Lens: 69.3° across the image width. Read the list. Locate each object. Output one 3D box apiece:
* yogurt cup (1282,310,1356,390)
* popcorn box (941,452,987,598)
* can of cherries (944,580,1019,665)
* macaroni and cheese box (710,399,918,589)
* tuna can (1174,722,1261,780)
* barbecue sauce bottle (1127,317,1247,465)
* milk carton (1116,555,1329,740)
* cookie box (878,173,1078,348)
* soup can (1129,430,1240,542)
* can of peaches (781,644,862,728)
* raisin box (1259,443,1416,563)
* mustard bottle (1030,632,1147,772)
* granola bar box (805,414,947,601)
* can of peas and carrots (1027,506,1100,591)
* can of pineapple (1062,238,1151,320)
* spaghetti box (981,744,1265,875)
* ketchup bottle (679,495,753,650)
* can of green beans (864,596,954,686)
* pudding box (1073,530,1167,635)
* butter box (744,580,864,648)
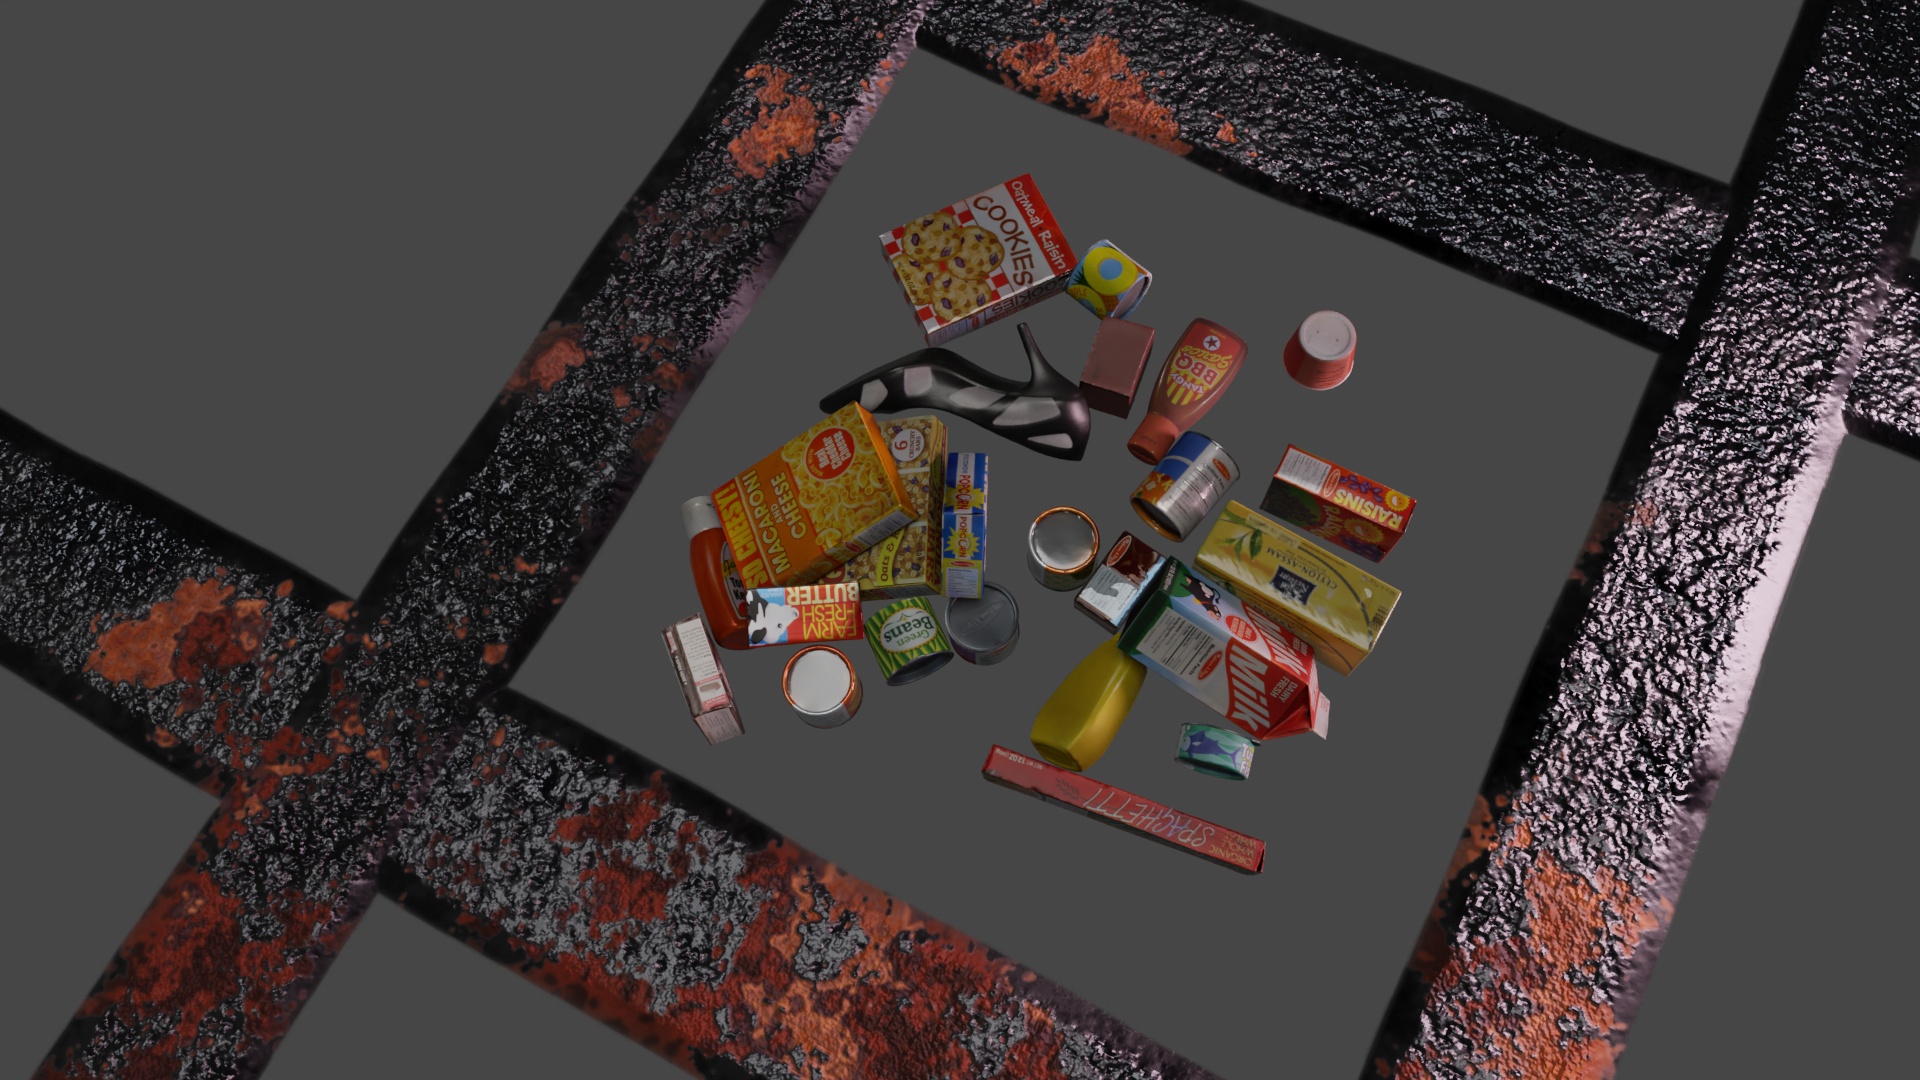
[{"bbox_3d":[0.348,-0.185,1.335,0.072,0.053,0.072,-1,71,3],"label":"yogurt cup"},{"bbox_3d":[0.004,-0.016,1.245,0.038,0.084,0.127,2,28,1],"label":"popcorn box"},{"bbox_3d":[0.020,0.073,1.259,0.071,0.058,0.071,-1,72,3],"label":"can of cherries"},{"bbox_3d":[-0.135,-0.032,1.270,0.166,0.040,0.124,-31,61,12],"label":"macaroni and cheese box"},{"bbox_3d":[0.223,0.184,1.206,0.071,0.071,0.033,15,74,8],"label":"tuna can"},{"bbox_3d":[0.213,-0.140,1.331,0.065,0.043,0.149,31,76,13],"label":"barbecue sauce bottle"},{"bbox_3d":[0.238,0.103,1.205,0.190,0.073,0.073,33,119,2],"label":"milk carton"},{"bbox_3d":[0.020,-0.281,1.391,0.168,0.040,0.123,-24,71,-6],"label":"cookie box"},{"bbox_3d":[0.206,-0.050,1.291,0.071,0.071,0.084,40,78,14],"label":"soup can"},{"bbox_3d":[-0.124,0.129,1.247,0.071,0.058,0.071,-1,72,3],"label":"can of peaches"},{"bbox_3d":[0.342,-0.032,1.265,0.123,0.086,0.040,26,73,11],"label":"raisin box"},{"bbox_3d":[0.128,0.131,1.233,0.065,0.048,0.161,14,55,45],"label":"mustard bottle"},{"bbox_3d":[-0.078,-0.029,1.289,0.124,0.039,0.166,-6,69,22],"label":"granola bar box"},{"bbox_3d":[0.097,0.007,1.278,0.071,0.058,0.071,-1,72,3],"label":"can of peas and carrots"},{"bbox_3d":[0.144,-0.251,1.361,0.058,0.070,0.071,41,78,14],"label":"can of pineapple"},{"bbox_3d":[0.140,0.234,1.202,0.250,0.050,0.029,19,75,9],"label":"spaghetti box"},{"bbox_3d":[-0.222,0.029,1.286,0.043,0.065,0.149,-35,63,21],"label":"ketchup bottle"},{"bbox_3d":[-0.047,0.091,1.252,0.071,0.071,0.058,-24,72,-5],"label":"can of green beans"},{"bbox_3d":[0.147,0.039,1.279,0.050,0.030,0.084,34,76,14],"label":"pudding box"},{"bbox_3d":[-0.138,0.065,1.228,0.103,0.024,0.053,-4,87,-7],"label":"butter box"}]
